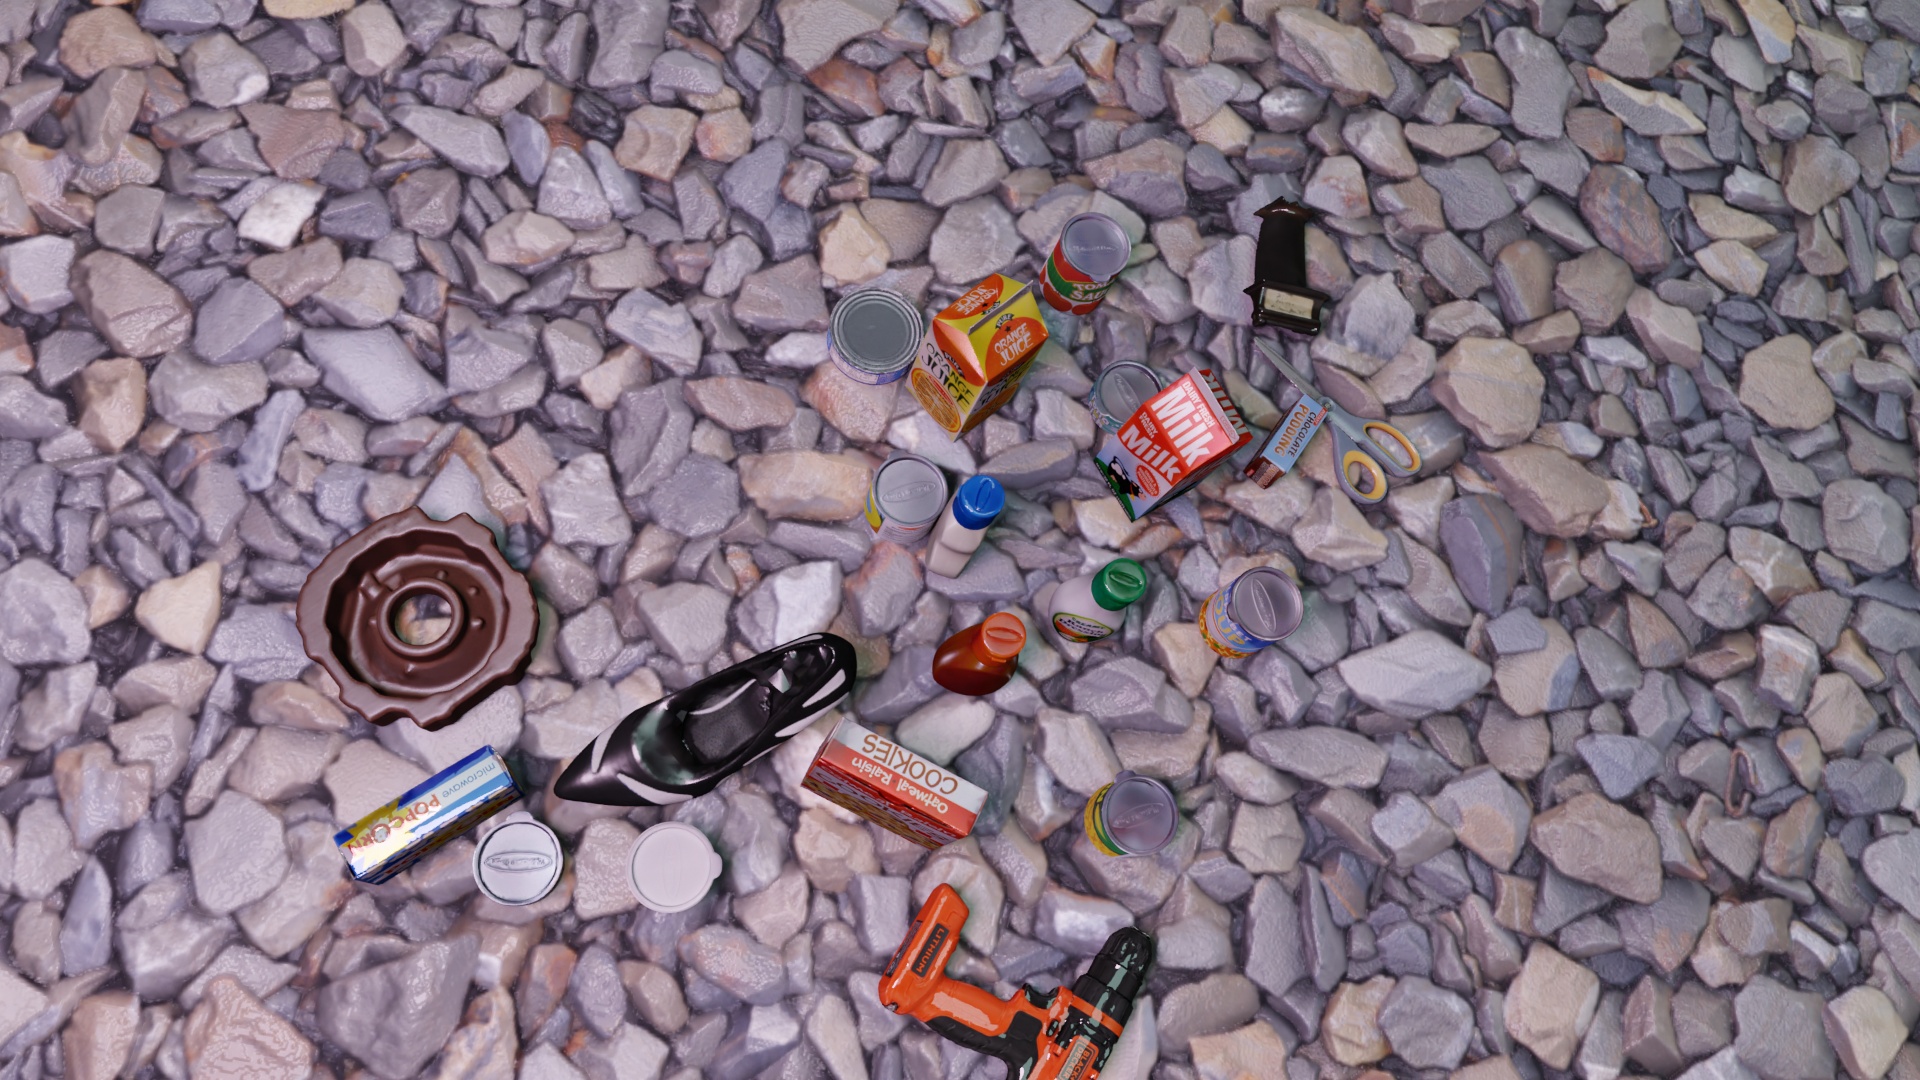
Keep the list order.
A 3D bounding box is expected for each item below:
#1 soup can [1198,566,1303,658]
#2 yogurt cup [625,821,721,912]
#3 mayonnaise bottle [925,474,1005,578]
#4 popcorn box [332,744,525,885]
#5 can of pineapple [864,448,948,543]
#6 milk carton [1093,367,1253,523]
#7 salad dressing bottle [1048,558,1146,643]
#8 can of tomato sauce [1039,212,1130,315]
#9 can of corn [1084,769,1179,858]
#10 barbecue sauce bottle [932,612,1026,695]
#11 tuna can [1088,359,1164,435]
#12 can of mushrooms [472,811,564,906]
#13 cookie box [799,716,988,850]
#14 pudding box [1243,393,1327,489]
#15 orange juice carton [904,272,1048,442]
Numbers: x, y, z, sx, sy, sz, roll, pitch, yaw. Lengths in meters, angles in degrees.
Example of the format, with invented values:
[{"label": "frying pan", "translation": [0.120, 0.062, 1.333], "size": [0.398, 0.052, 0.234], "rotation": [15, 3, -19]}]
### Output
[{"label": "soup can", "translation": [0.252, 0.065, 1.226], "size": [0.071, 0.083, 0.071], "rotation": [3, 73, -11]}, {"label": "yogurt cup", "translation": [-0.226, 0.256, 1.084], "size": [0.072, 0.053, 0.072], "rotation": [3, 73, -11]}, {"label": "mayonnaise bottle", "translation": [0.004, -0.015, 1.165], "size": [0.041, 0.147, 0.065], "rotation": [21, 71, -5]}, {"label": "popcorn box", "translation": [-0.397, 0.207, 1.047], "size": [0.127, 0.085, 0.038], "rotation": [-32, 82, -19]}, {"label": "can of pineapple", "translation": [-0.048, -0.037, 1.209], "size": [0.071, 0.057, 0.071], "rotation": [3, 73, -11]}, {"label": "milk carton", "translation": [0.187, -0.086, 1.202], "size": [0.074, 0.190, 0.072], "rotation": [-28, 81, -18]}, {"label": "salad dressing bottle", "translation": [0.116, 0.050, 1.169], "size": [0.064, 0.147, 0.044], "rotation": [20, 71, -5]}, {"label": "can of tomato sauce", "translation": [0.115, -0.255, 1.296], "size": [0.071, 0.083, 0.071], "rotation": [3, 73, -11]}, {"label": "can of corn", "translation": [0.141, 0.230, 1.166], "size": [0.071, 0.058, 0.071], "rotation": [3, 73, -11]}, {"label": "barbecue sauce bottle", "translation": [0.019, 0.093, 1.135], "size": [0.065, 0.148, 0.044], "rotation": [11, 72, -8]}, {"label": "tuna can", "translation": [0.152, -0.131, 1.292], "size": [0.071, 0.032, 0.071], "rotation": [3, 73, -11]}, {"label": "can of mushrooms", "translation": [-0.340, 0.247, 1.074], "size": [0.071, 0.033, 0.071], "rotation": [3, 73, -11]}, {"label": "cookie box", "translation": [-0.056, 0.193, 1.079], "size": [0.123, 0.167, 0.040], "rotation": [27, 70, -3]}, {"label": "pudding box", "translation": [0.306, -0.093, 1.304], "size": [0.030, 0.049, 0.084], "rotation": [38, 70, 1]}, {"label": "orange juice carton", "translation": [0.015, -0.161, 1.188], "size": [0.072, 0.192, 0.073], "rotation": [-38, 84, -19]}]
